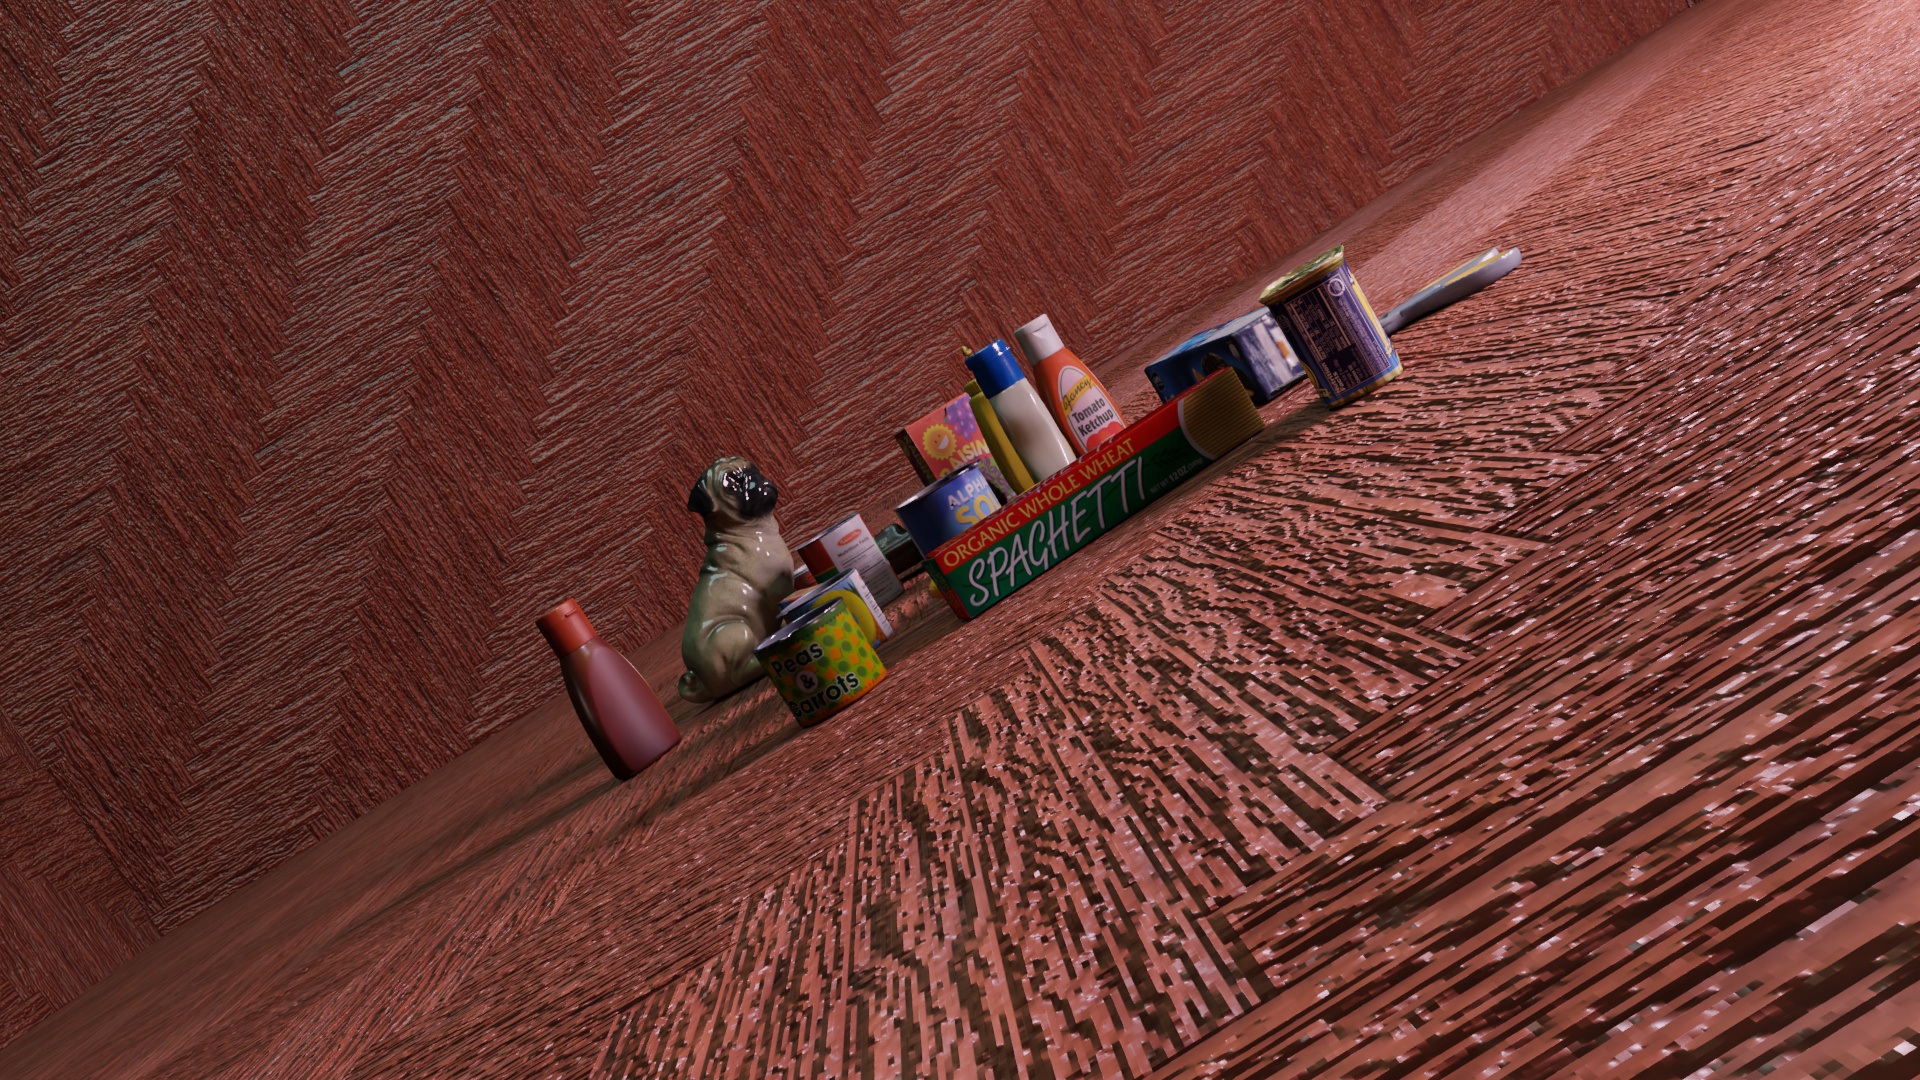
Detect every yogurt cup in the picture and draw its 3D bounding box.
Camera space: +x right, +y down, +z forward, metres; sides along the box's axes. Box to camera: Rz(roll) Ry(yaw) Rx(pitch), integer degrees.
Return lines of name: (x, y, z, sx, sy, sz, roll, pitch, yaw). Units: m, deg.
yogurt cup: (-0.143, 0.046, 1.463, 0.072, 0.054, 0.072, -31, 5, 3)

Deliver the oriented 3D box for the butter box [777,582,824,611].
butter box: (-0.119, 0.065, 1.170, 0.024, 0.053, 0.103, -34, 6, -23)

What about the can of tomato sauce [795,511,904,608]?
can of tomato sauce: (-0.099, 0.026, 1.252, 0.071, 0.083, 0.071, -31, 5, 3)

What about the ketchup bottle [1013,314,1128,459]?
ketchup bottle: (0.104, -0.146, 1.342, 0.065, 0.148, 0.043, -33, 5, -17)

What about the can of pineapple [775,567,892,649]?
can of pineapple: (-0.094, 0.062, 1.042, 0.071, 0.058, 0.071, -31, 5, 3)

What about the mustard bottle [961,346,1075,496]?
mustard bottle: (0.047, -0.108, 1.251, 0.065, 0.160, 0.049, -32, 5, -4)

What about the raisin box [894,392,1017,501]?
raisin box: (-0.001, -0.081, 1.458, 0.086, 0.123, 0.040, -34, 6, -24)

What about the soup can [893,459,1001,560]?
soup can: (0.005, -0.004, 0.963, 0.071, 0.083, 0.071, -31, 5, 3)

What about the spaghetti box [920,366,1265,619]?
spaghetti box: (0.091, -0.033, 0.927, 0.251, 0.050, 0.028, -33, 5, -12)

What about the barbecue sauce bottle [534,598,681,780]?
barbecue sauce bottle: (-0.292, 0.118, 1.135, 0.043, 0.148, 0.065, -27, 7, 41)

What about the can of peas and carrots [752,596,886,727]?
can of peas and carrots: (-0.089, 0.077, 0.878, 0.071, 0.058, 0.071, -31, 5, 3)

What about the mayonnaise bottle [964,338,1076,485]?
mayonnaise bottle: (0.056, -0.093, 1.138, 0.041, 0.148, 0.065, -31, 5, 6)
